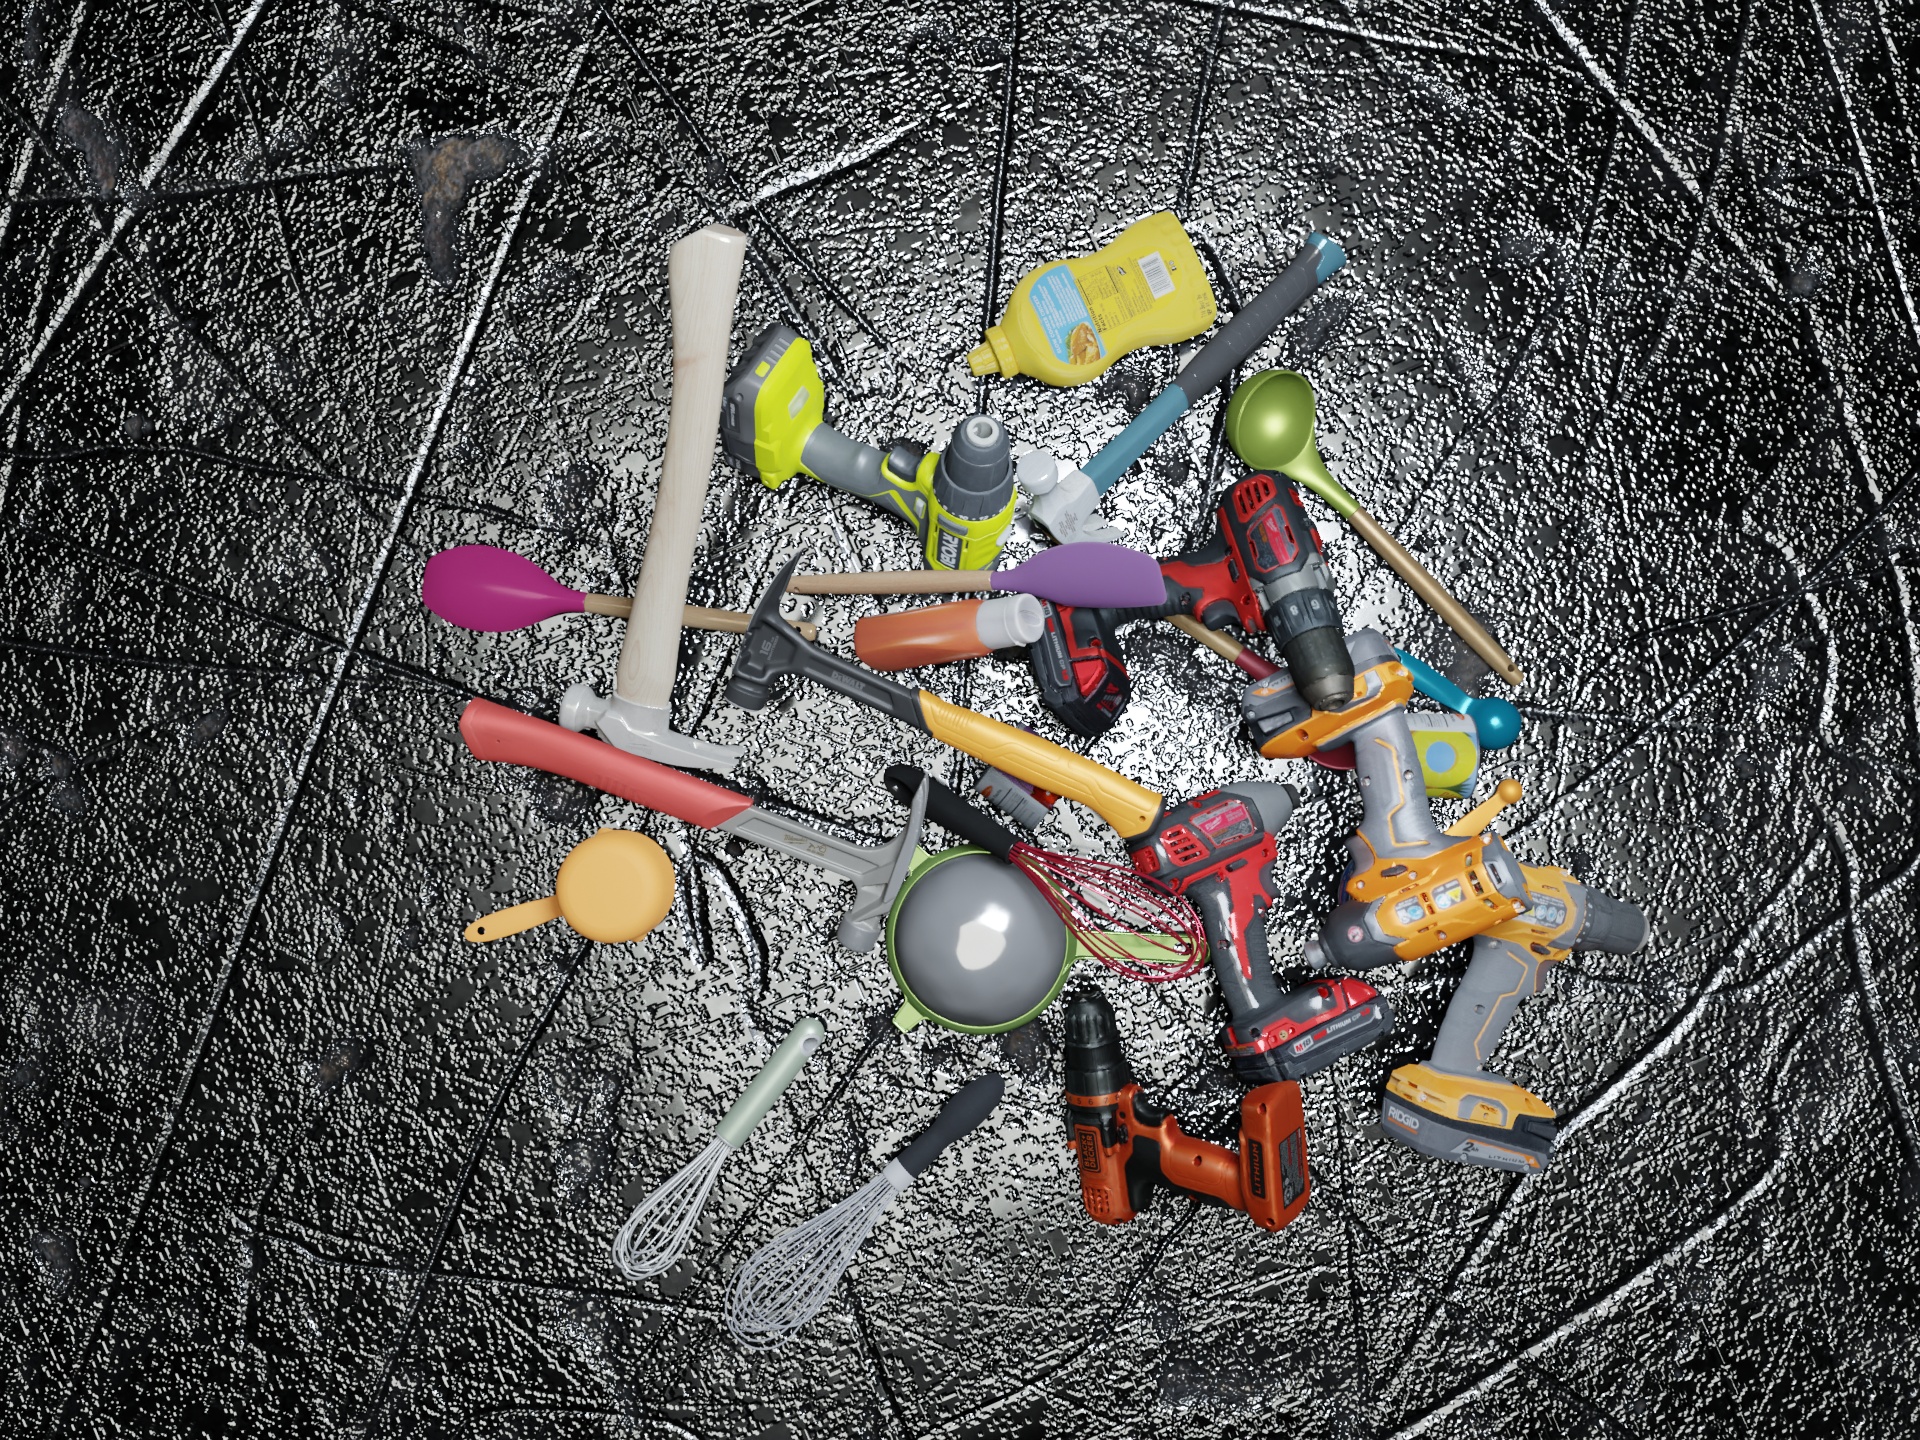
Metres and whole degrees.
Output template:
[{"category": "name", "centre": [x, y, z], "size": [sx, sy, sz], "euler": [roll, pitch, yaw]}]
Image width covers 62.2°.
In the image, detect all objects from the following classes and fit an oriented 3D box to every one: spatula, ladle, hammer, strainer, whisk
[{"category": "spatula", "centre": [0.001, -0.106, 1.193], "size": [0.316, 0.018, 0.059], "euler": [1, 132, 27]}, {"category": "ladle", "centre": [0.196, -0.065, 1.250], "size": [0.315, 0.031, 0.069], "euler": [35, 96, 4]}, {"category": "hammer", "centre": [-0.002, -0.004, 1.171], "size": [0.337, 0.034, 0.127], "euler": [25, 111, 0]}, {"category": "strainer", "centre": [0.068, 0.175, 1.226], "size": [0.256, 0.069, 0.151], "euler": [2, 89, 3]}, {"category": "hammer", "centre": [-0.198, -0.152, 1.167], "size": [0.146, 0.038, 0.410], "euler": [16, 117, 2]}, {"category": "whisk", "centre": [0.056, 0.108, 1.195], "size": [0.296, 0.073, 0.073], "euler": [30, 90, 25]}, {"category": "whisk", "centre": [-0.188, 0.333, 1.245], "size": [0.057, 0.059, 0.246], "euler": [41, 85, -35]}, {"category": "ladle", "centre": [0.327, -0.145, 1.234], "size": [0.078, 0.062, 0.320], "euler": [-45, 91, -4]}, {"category": "whisk", "centre": [-0.072, 0.375, 1.236], "size": [0.284, 0.070, 0.070], "euler": [-43, 88, -5]}, {"category": "hammer", "centre": [0.177, -0.259, 1.220], "size": [0.331, 0.128, 0.033], "euler": [-45, 58, -9]}, {"category": "hammer", "centre": [-0.208, 0.051, 1.220], "size": [0.359, 0.037, 0.149], "euler": [21, 107, 1]}]

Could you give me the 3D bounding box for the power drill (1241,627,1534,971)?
[{"category": "power drill", "centre": [0.291, 0.066, 1.158], "size": [0.164, 0.084, 0.227], "euler": [-29, 71, 19]}]

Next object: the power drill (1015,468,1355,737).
[{"category": "power drill", "centre": [0.169, -0.063, 1.170], "size": [0.226, 0.080, 0.188], "euler": [-23, 64, 18]}]

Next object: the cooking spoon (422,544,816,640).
[{"category": "cooking spoon", "centre": [-0.272, -0.091, 1.265], "size": [0.319, 0.017, 0.069], "euler": [8, 90, 2]}]

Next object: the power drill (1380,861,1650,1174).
[{"category": "power drill", "centre": [0.424, 0.220, 1.204], "size": [0.185, 0.084, 0.226], "euler": [14, 90, -21]}]

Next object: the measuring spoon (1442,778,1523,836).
[{"category": "measuring spoon", "centre": [0.396, 0.088, 1.248], "size": [0.117, 0.011, 0.021], "euler": [-42, 88, 2]}]

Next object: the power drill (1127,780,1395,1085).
[{"category": "power drill", "centre": [0.233, 0.155, 1.214], "size": [0.143, 0.078, 0.220], "euler": [-22, 83, -20]}]

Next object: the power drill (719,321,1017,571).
[{"category": "power drill", "centre": [-0.062, -0.200, 1.181], "size": [0.228, 0.190, 0.080], "euler": [28, 69, 7]}]

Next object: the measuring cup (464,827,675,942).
[{"category": "measuring cup", "centre": [-0.311, 0.144, 1.244], "size": [0.173, 0.052, 0.095], "euler": [-18, 89, -1]}]

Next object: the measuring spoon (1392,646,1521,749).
[{"category": "measuring spoon", "centre": [0.384, -0.021, 1.245], "size": [0.128, 0.021, 0.042], "euler": [33, 90, 1]}]
